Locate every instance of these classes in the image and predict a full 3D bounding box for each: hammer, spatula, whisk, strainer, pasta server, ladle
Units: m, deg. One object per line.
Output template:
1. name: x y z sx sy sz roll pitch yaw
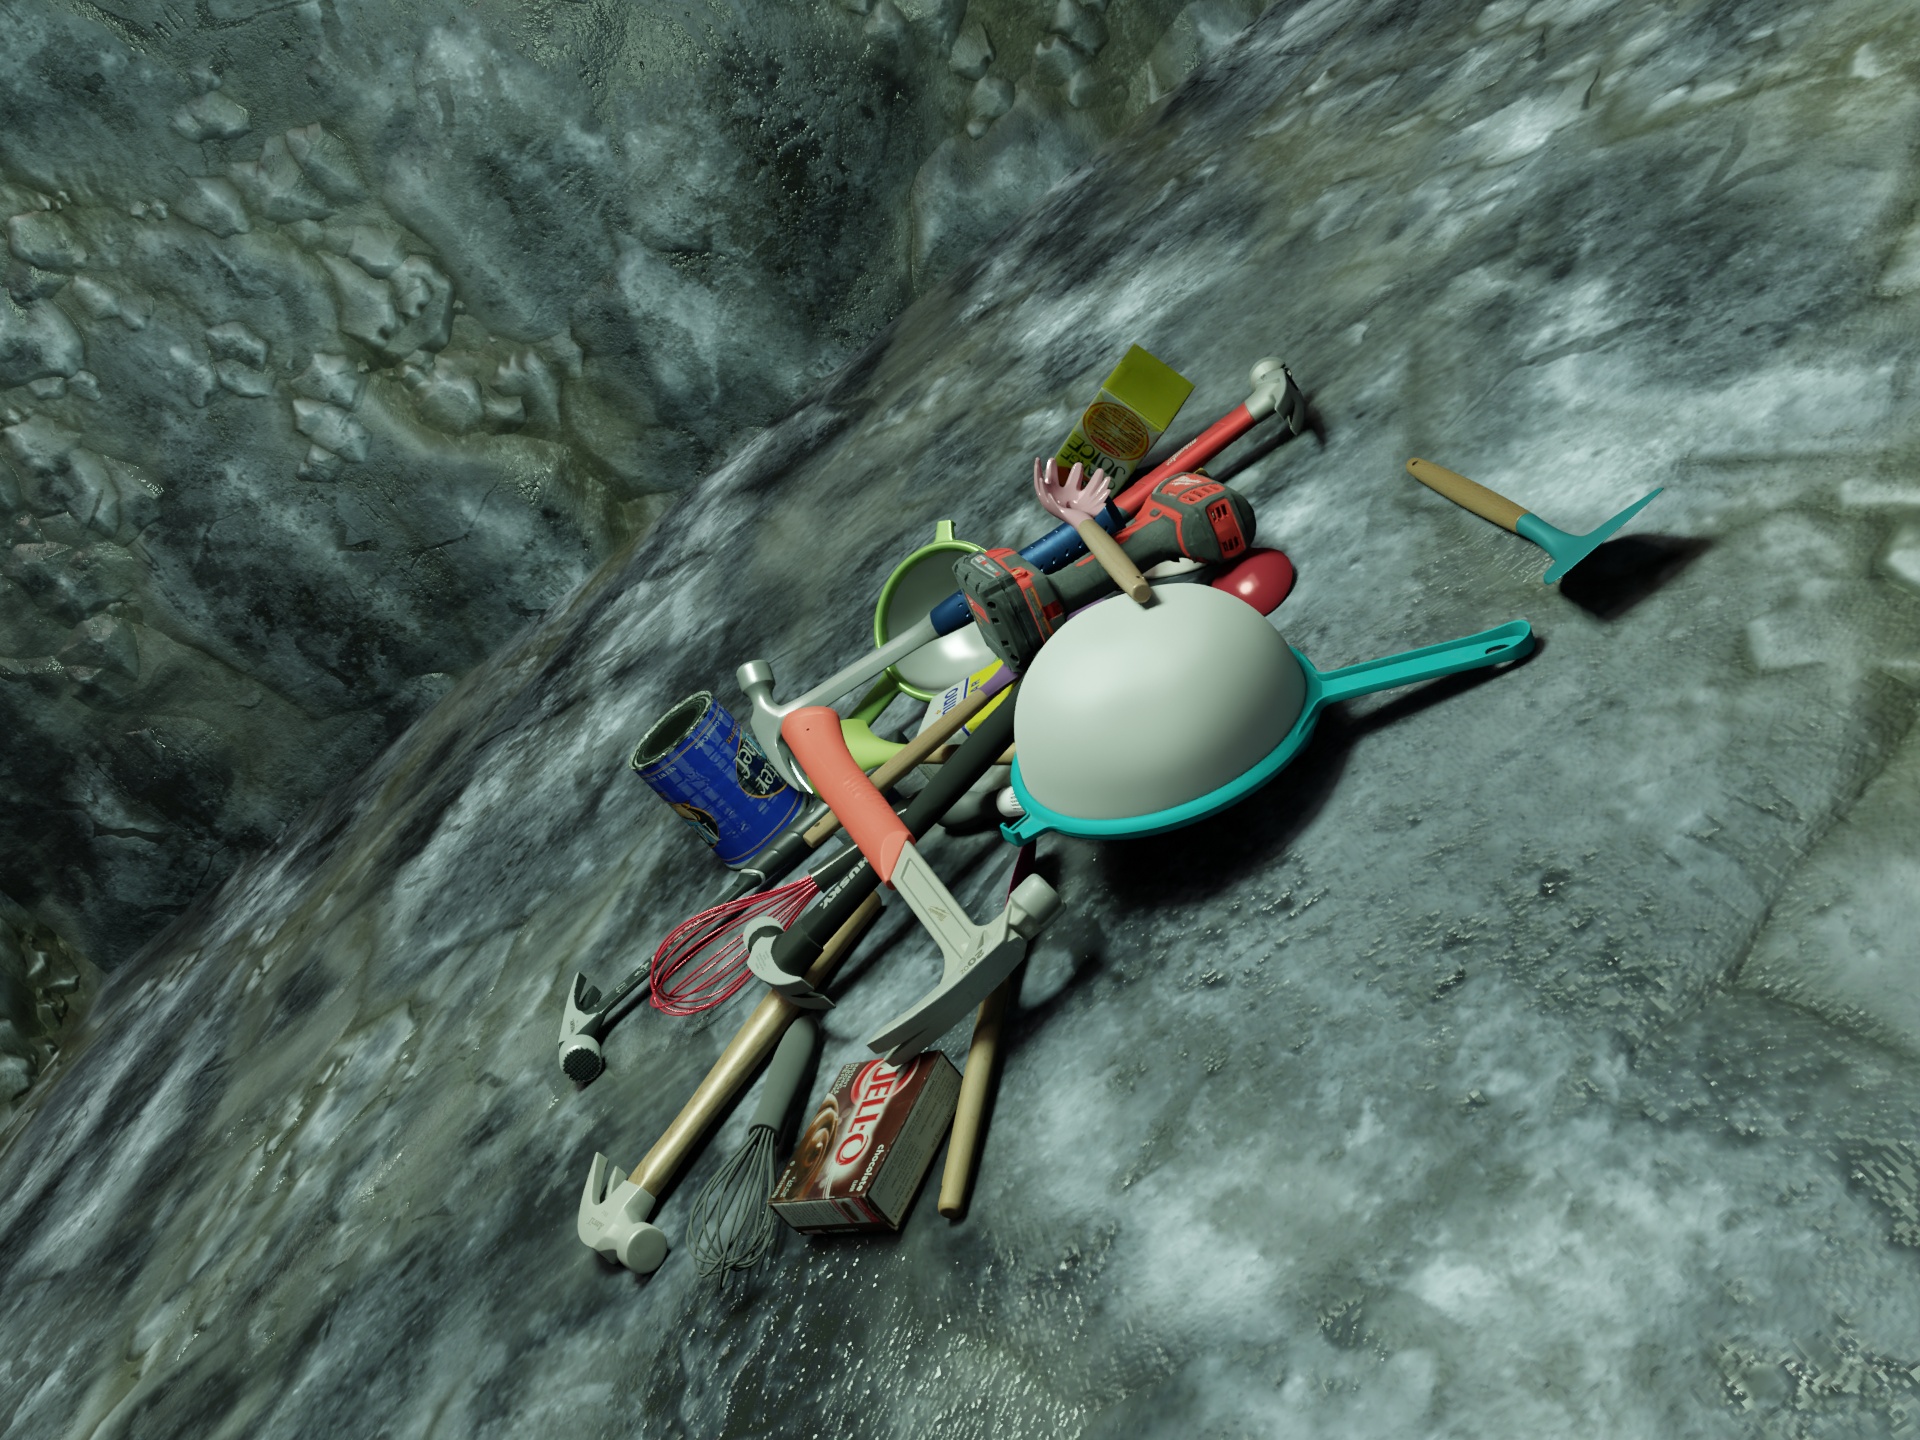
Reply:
1. hammer: -0.027 -0.075 1.421 0.405 0.035 0.144 -31 68 23
2. hammer: -0.165 0.252 1.181 0.130 0.031 0.331 -6 40 54
3. spatula: -0.002 -0.004 1.251 0.316 0.018 0.060 -40 24 -20
4. whisk: -0.135 0.144 1.307 0.296 0.073 0.073 -36 22 -3
5. strainer: -0.034 -0.049 1.483 0.256 0.069 0.152 -48 63 18
6. pasta server: 0.097 -0.138 1.135 0.316 0.060 0.040 -107 27 -70
7. hammer: -0.029 0.074 1.175 0.335 0.035 0.146 -47 23 -2
8. whisk: -0.130 0.279 1.062 0.055 0.055 0.239 -31 19 24
9. spatula: 0.359 -0.145 1.053 0.082 0.044 0.318 -42 21 8
10. hammer: -0.201 0.152 1.424 0.409 0.036 0.149 -41 21 -2
11. ladle: 0.001 0.032 1.265 0.320 0.062 0.078 -2 64 36
12. strainer: 0.174 -0.039 0.993 0.340 0.095 0.211 -14 30 23
13. hammer: 0.144 -0.183 1.447 0.386 0.038 0.143 -36 20 22
14. hammer: -0.062 0.088 1.117 0.149 0.036 0.359 -42 35 -1
15. ladle: 0.221 -0.160 1.331 0.069 0.031 0.316 -31 22 14
16. whisk: 0.058 0.055 1.161 0.070 0.070 0.284 -53 20 -27

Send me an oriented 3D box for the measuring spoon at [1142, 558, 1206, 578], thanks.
1. measuring spoon: 0.170 -0.136 1.375 0.124 0.018 0.034 -4 42 55

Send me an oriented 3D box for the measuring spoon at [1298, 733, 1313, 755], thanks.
1. measuring spoon: 0.221 -0.006 1.062 0.042 0.021 0.129 -31 15 25

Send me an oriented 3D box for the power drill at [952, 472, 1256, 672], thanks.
1. power drill: 0.113 -0.129 1.262 0.219 0.078 0.143 -26 21 -4

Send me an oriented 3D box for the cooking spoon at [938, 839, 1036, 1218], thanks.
1. cooking spoon: 0.022 0.178 1.016 0.319 0.017 0.068 -74 -3 -49
